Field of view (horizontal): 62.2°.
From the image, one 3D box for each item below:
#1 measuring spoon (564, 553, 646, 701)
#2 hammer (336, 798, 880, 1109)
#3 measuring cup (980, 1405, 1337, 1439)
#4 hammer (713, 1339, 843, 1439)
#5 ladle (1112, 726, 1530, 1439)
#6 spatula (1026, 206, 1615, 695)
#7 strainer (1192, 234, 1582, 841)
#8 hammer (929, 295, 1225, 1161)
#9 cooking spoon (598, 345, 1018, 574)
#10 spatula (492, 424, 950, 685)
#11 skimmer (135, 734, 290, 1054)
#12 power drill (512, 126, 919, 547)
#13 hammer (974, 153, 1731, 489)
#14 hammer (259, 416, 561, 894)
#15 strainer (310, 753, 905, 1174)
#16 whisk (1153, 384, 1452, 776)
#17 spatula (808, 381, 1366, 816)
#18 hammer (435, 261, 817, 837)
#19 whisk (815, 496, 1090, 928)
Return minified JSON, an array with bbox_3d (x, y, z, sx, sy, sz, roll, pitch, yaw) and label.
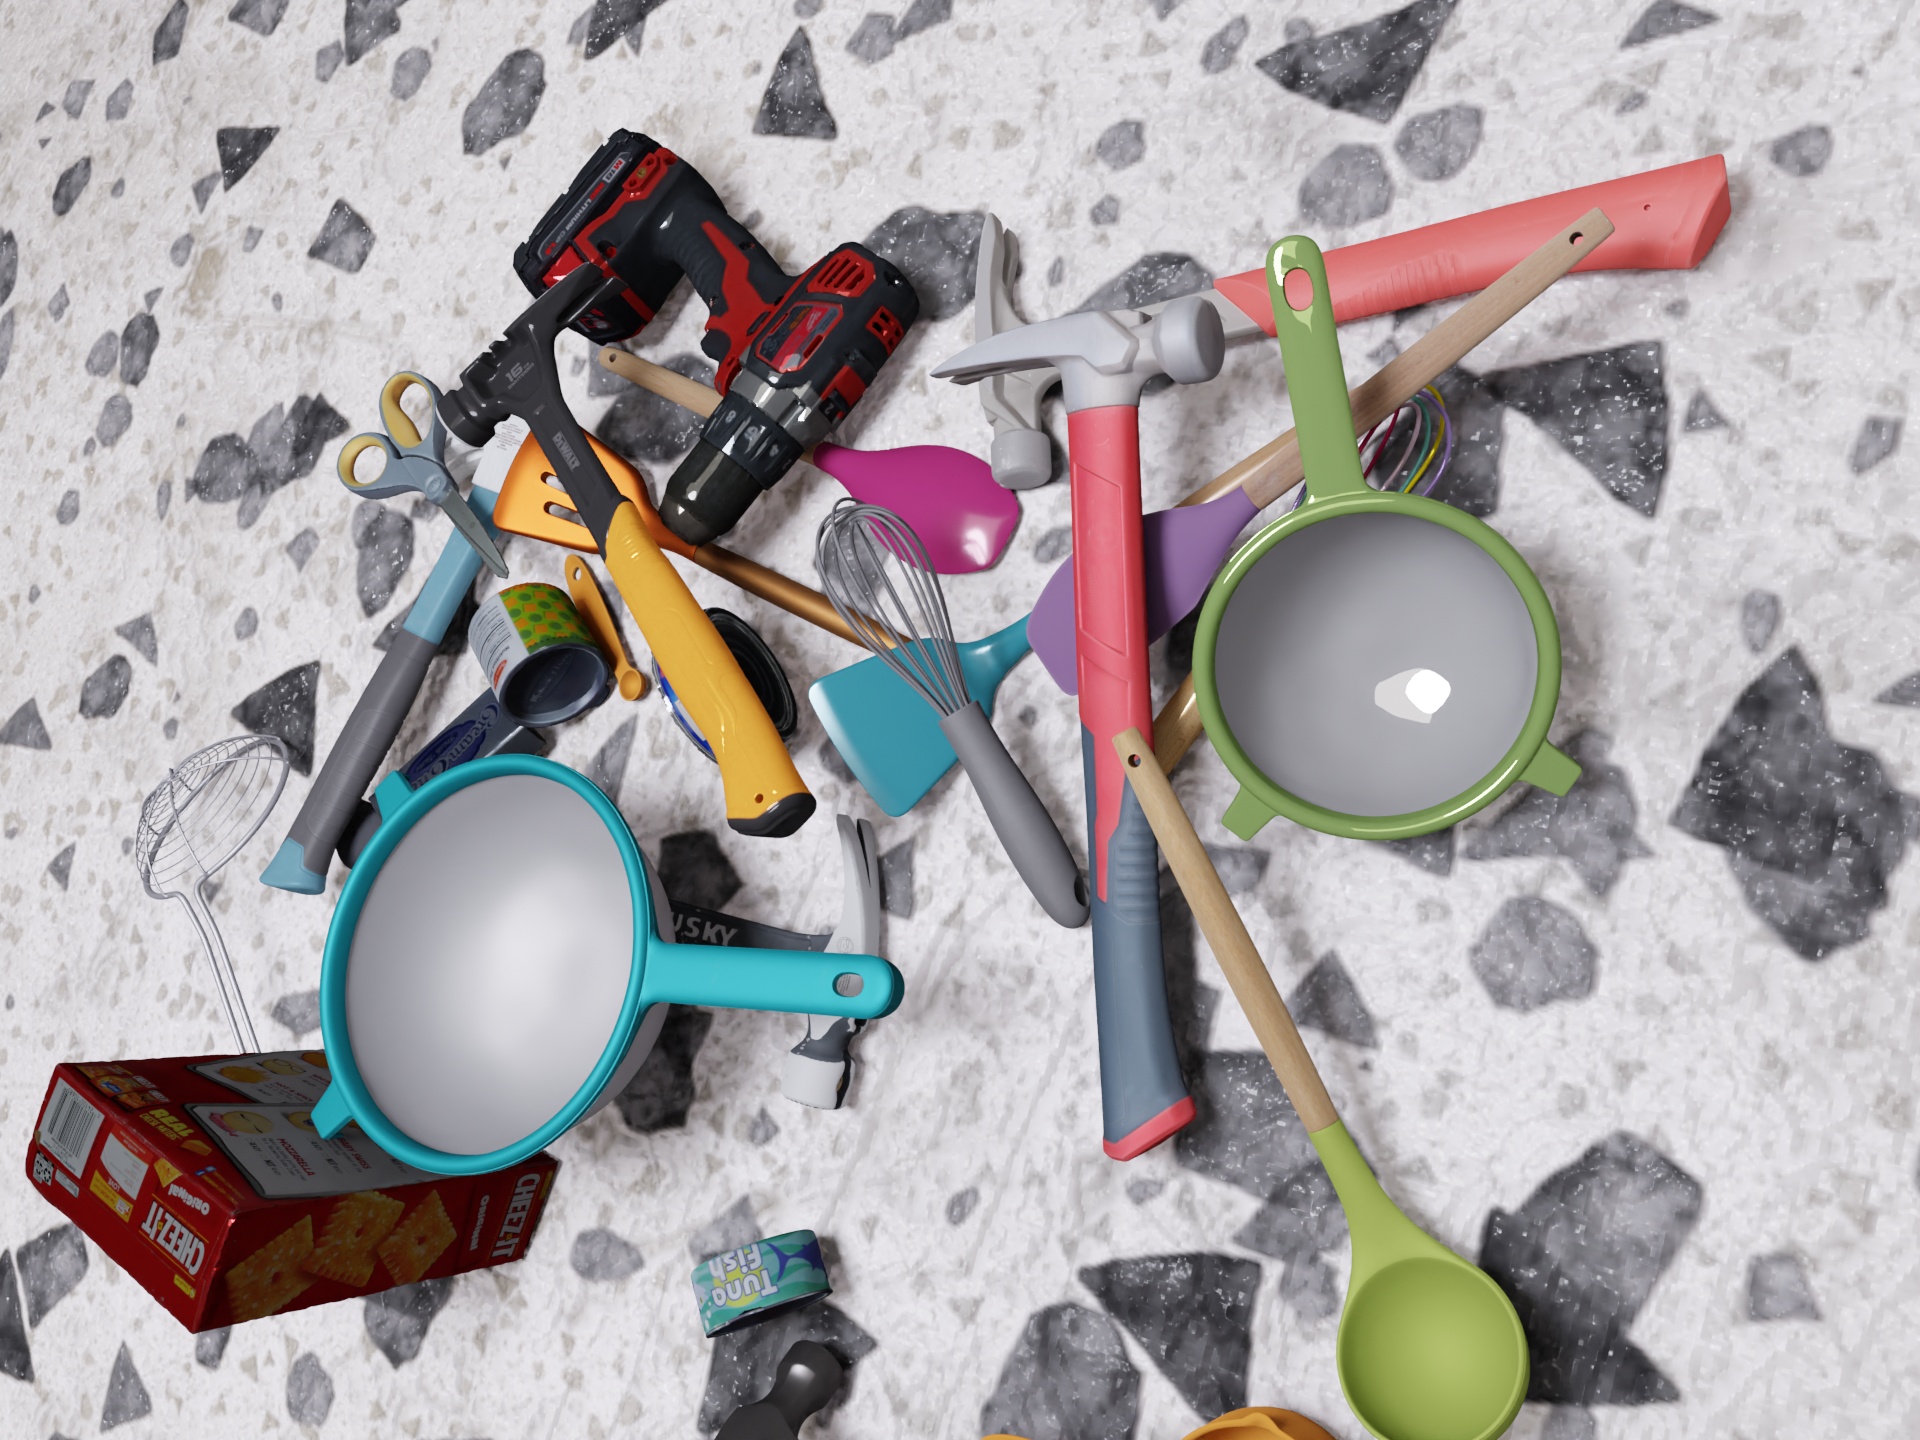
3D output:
[{"bbox_3d":[-0.214,-0.057,0.960,0.021,0.011,0.117,-46,59,25],"label":"measuring spoon"},{"bbox_3d":[-0.218,0.096,0.917,0.409,0.036,0.149,11,84,30],"label":"hammer"},{"bbox_3d":[0.093,0.335,0.692,0.174,0.052,0.095,3,81,31],"label":"measuring cup"},{"bbox_3d":[0.030,0.392,0.695,0.331,0.130,0.031,18,123,22],"label":"hammer"},{"bbox_3d":[0.138,0.147,0.663,0.078,0.062,0.320,-29,82,17],"label":"ladle"},{"bbox_3d":[0.150,-0.118,0.714,0.316,0.018,0.060,-38,78,26],"label":"spatula"},{"bbox_3d":[0.168,-0.078,0.688,0.151,0.069,0.256,-10,99,18],"label":"strainer"},{"bbox_3d":[0.059,0.007,0.742,0.143,0.038,0.386,-2,90,33],"label":"hammer"},{"bbox_3d":[-0.099,-0.161,0.912,0.319,0.017,0.069,28,92,30],"label":"cooking spoon"},{"bbox_3d":[-0.134,-0.089,0.902,0.323,0.041,0.081,26,90,28],"label":"spatula"},{"bbox_3d":[-0.443,0.181,1.026,0.127,0.090,0.363,-27,79,18],"label":"skimmer"},{"bbox_3d":[-0.154,-0.218,0.906,0.227,0.080,0.188,38,88,27],"label":"power drill"},{"bbox_3d":[0.171,-0.216,0.767,0.359,0.036,0.149,-8,77,28],"label":"hammer"},{"bbox_3d":[-0.343,-0.040,0.992,0.128,0.033,0.331,24,84,31],"label":"hammer"},{"bbox_3d":[-0.167,0.129,0.808,0.340,0.095,0.211,0,75,25],"label":"strainer"},{"bbox_3d":[0.142,-0.056,0.748,0.051,0.047,0.245,42,104,27],"label":"whisk"},{"bbox_3d":[0.071,-0.069,0.787,0.317,0.044,0.082,-35,86,17],"label":"spatula"},{"bbox_3d":[-0.160,-0.085,0.821,0.127,0.034,0.337,-39,67,15],"label":"hammer"},{"bbox_3d":[-0.001,-0.003,0.774,0.055,0.055,0.239,-30,91,20],"label":"whisk"}]
